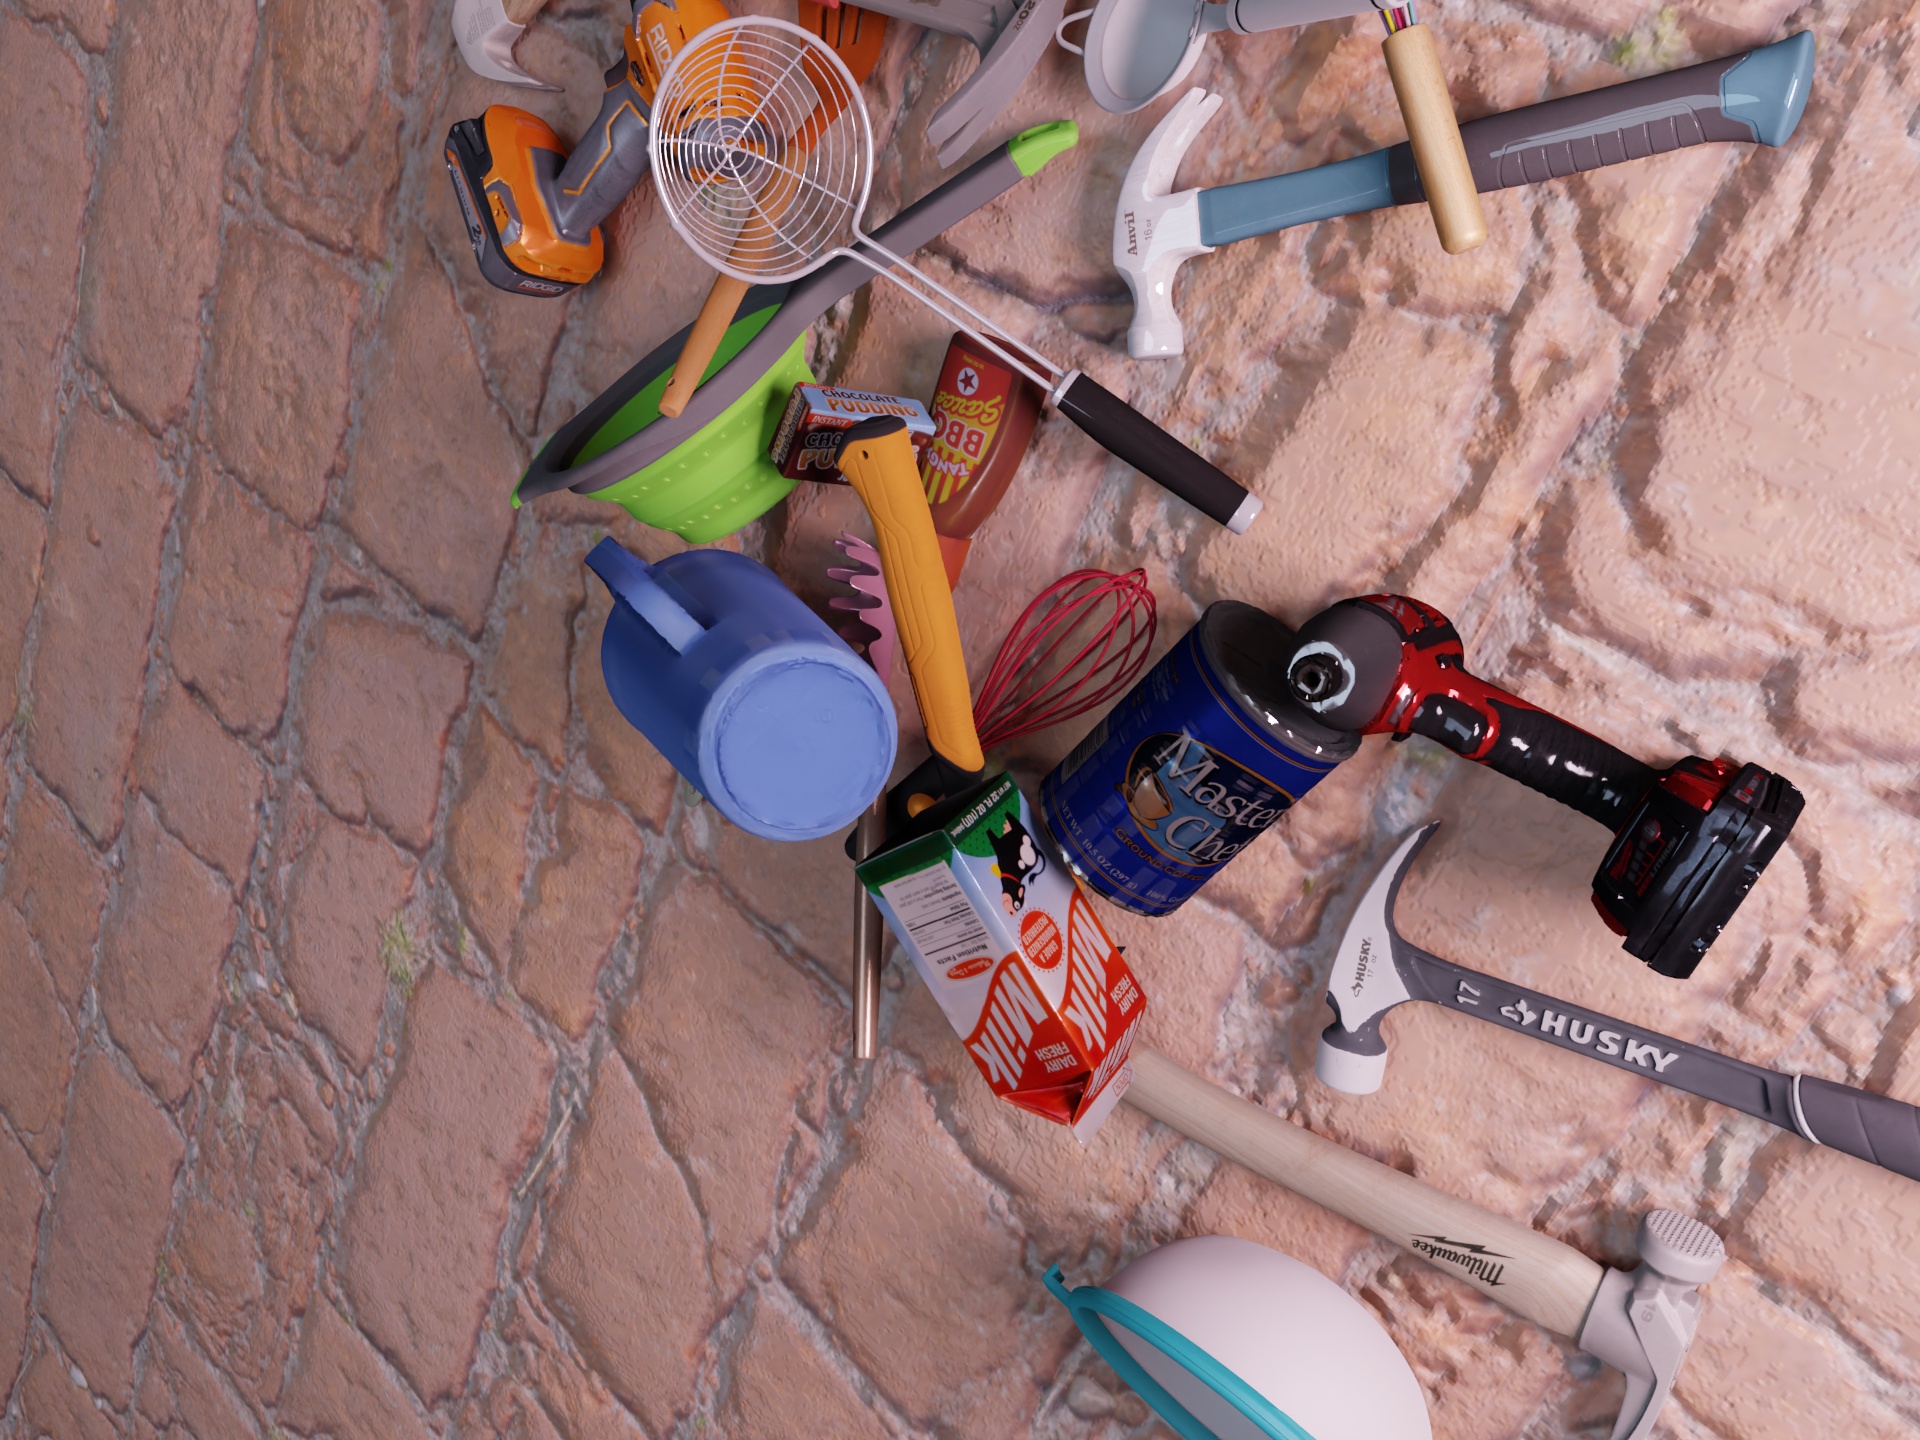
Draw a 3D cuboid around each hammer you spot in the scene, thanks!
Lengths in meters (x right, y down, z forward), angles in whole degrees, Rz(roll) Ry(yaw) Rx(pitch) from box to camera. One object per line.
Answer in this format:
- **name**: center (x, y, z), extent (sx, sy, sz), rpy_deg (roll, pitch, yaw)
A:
- **hammer**: center (-0.001, -0.003, 0.877), extent (0.127, 0.034, 0.336), rpy_deg (-1, 114, 32)
- **hammer**: center (-0.225, -0.527, 1.035), extent (0.331, 0.031, 0.130), rpy_deg (-21, 85, 36)
- **hammer**: center (0.180, 0.246, 0.865), extent (0.411, 0.038, 0.146), rpy_deg (22, 111, 32)
- **hammer**: center (-0.107, -0.426, 0.908), extent (0.359, 0.036, 0.149), rpy_deg (28, 79, 26)
- **hammer**: center (0.220, -0.260, 0.755), extent (0.331, 0.033, 0.128), rpy_deg (-2, 98, 36)
- **hammer**: center (0.363, 0.163, 0.720), extent (0.409, 0.036, 0.149), rpy_deg (16, 106, 33)

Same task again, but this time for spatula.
- **spatula**: center (-0.108, -0.310, 0.904), extent (0.081, 0.041, 0.323), rpy_deg (4, 63, 36)

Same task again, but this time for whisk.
- **whisk**: center (0.190, -0.329, 0.716), extent (0.051, 0.047, 0.245), rpy_deg (-15, 94, 36)
- **whisk**: center (0.015, 0.005, 0.934), extent (0.295, 0.073, 0.073), rpy_deg (-44, 72, 38)

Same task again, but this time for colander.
- **colander**: center (-0.083, -0.211, 0.945), extent (0.397, 0.205, 0.094), rpy_deg (-28, 117, 20)

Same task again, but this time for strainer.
- **strainer**: center (0.187, 0.326, 0.771), extent (0.211, 0.095, 0.340), rpy_deg (46, 158, -7)
- **strainer**: center (0.133, -0.335, 0.758), extent (0.259, 0.050, 0.087), rpy_deg (28, 107, 57)

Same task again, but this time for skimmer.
- **skimmer**: center (0.007, -0.213, 0.808), extent (0.363, 0.090, 0.127), rpy_deg (35, 82, 1)

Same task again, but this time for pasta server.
- **pasta server**: center (-0.060, 0.043, 0.959), extent (0.060, 0.040, 0.316), rpy_deg (154, 119, -70)

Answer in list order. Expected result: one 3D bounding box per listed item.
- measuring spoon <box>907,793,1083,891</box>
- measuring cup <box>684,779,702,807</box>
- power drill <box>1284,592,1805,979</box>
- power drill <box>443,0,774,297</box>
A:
- **measuring spoon**: center (0.020, 0.076, 0.943), extent (0.117, 0.011, 0.021), rpy_deg (27, 135, 6)
- **measuring cup**: center (-0.175, -0.014, 1.078), extent (0.083, 0.038, 0.167), rpy_deg (28, 111, 30)
- **power drill**: center (0.249, 0.014, 0.712), extent (0.220, 0.143, 0.078), rpy_deg (34, 113, 24)
- **power drill**: center (-0.233, -0.393, 1.036), extent (0.226, 0.084, 0.164), rpy_deg (-23, 82, 32)
